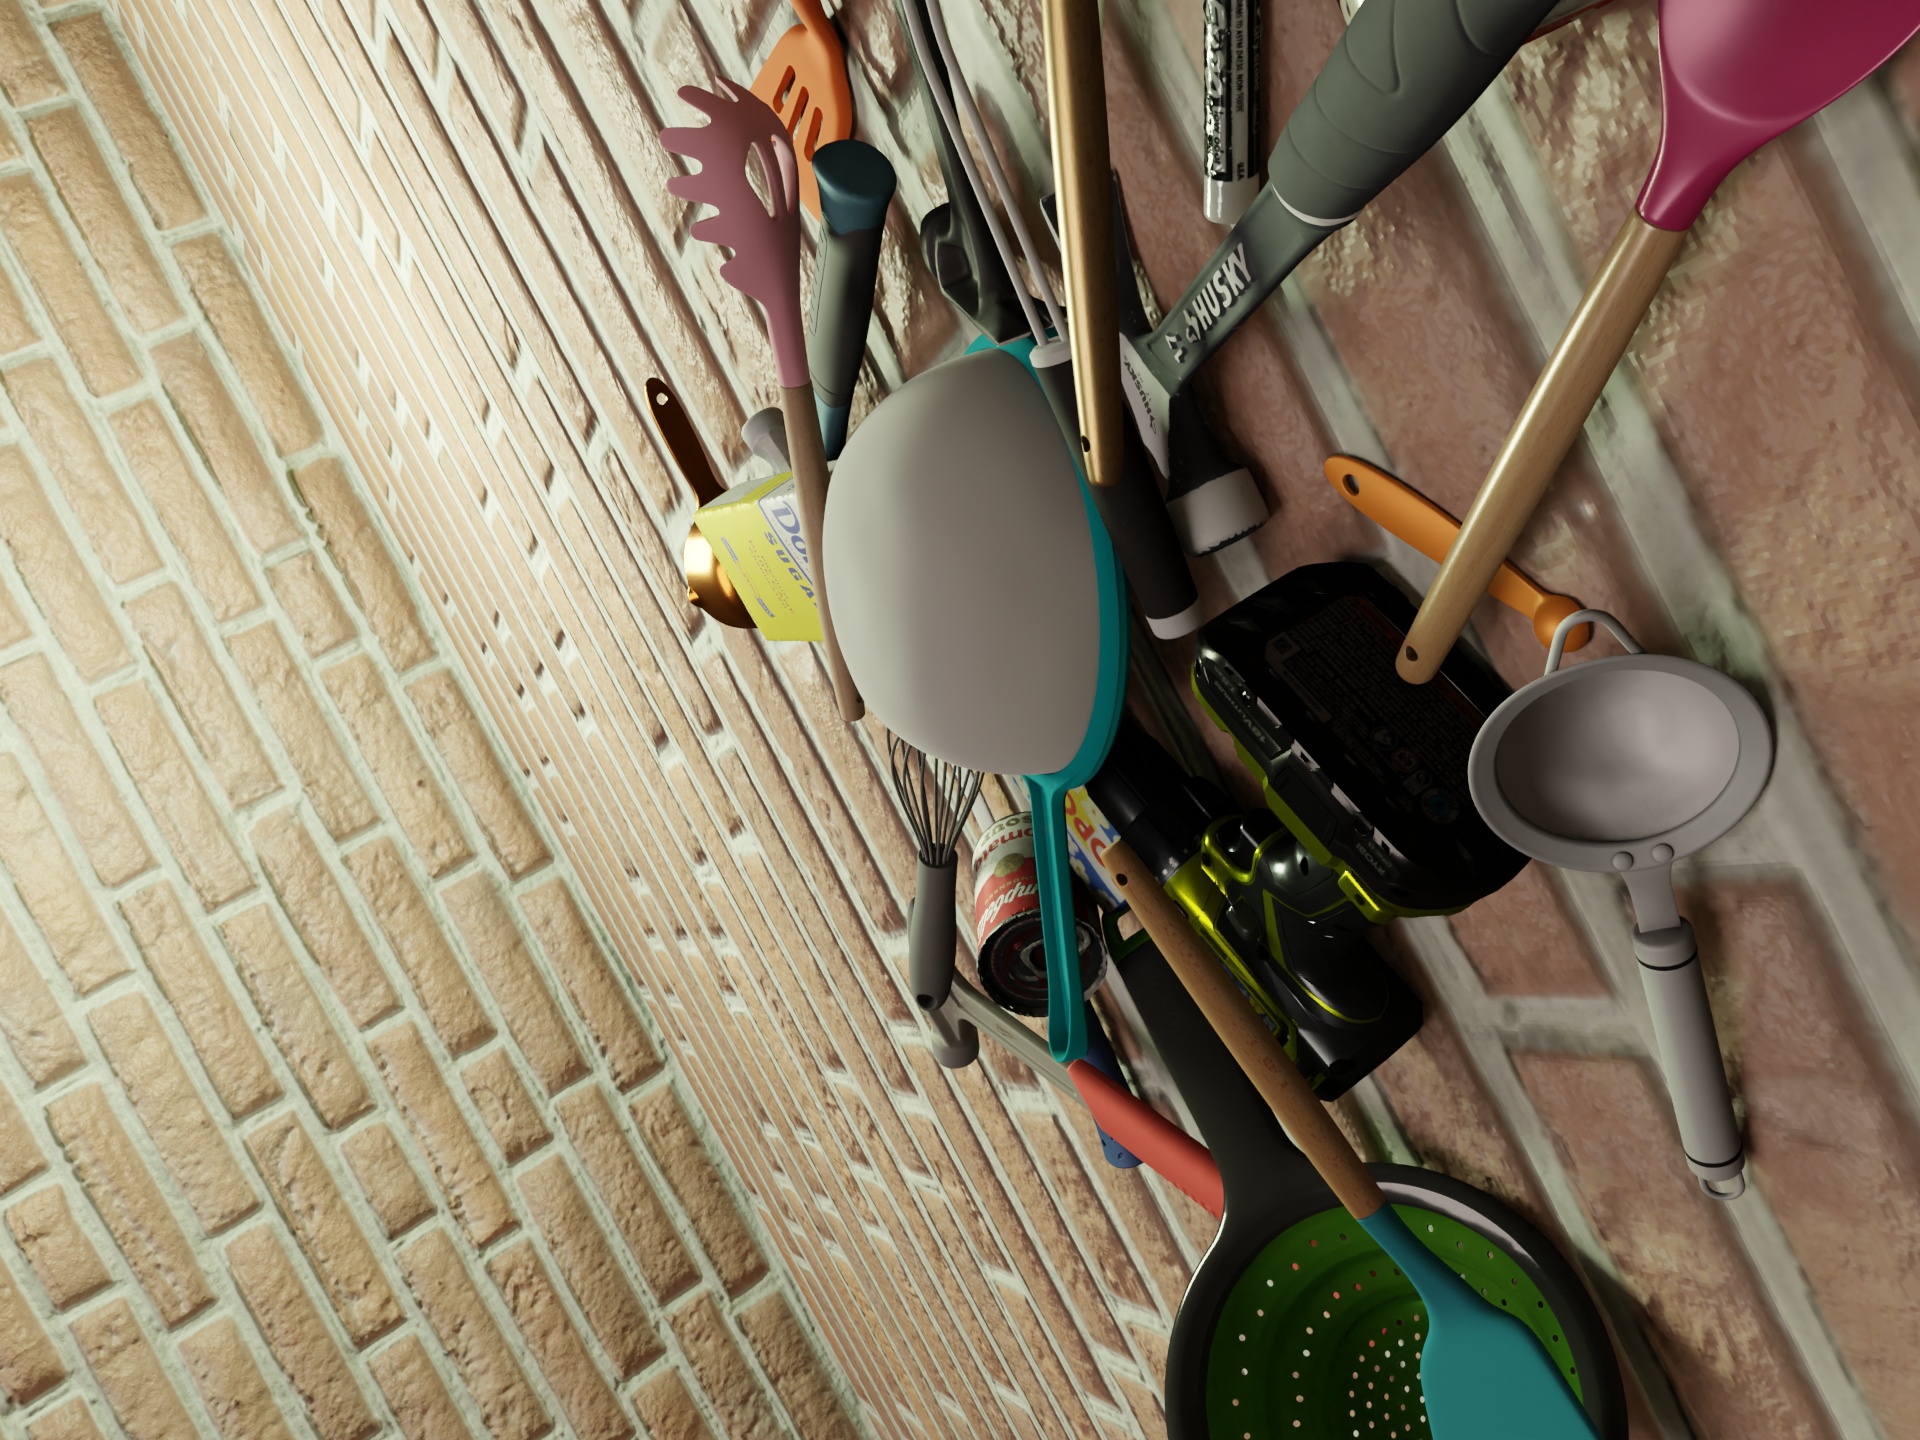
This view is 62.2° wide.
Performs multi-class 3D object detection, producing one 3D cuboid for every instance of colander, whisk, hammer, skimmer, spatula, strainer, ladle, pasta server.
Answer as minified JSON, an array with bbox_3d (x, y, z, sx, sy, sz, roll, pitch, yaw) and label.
[{"bbox_3d":[0.175,0.253,0.773,0.094,0.204,0.398,35,-157,-50],"label":"colander"},{"bbox_3d":[-0.016,0.077,0.889,0.055,0.055,0.238,41,141,40],"label":"whisk"},{"bbox_3d":[-0.067,-0.182,0.824,0.128,0.033,0.331,55,163,11],"label":"hammer"},{"bbox_3d":[0.090,-0.144,0.433,0.149,0.036,0.409,65,174,0],"label":"hammer"},{"bbox_3d":[-0.008,-0.165,0.532,0.127,0.090,0.363,4,130,48],"label":"skimmer"},{"bbox_3d":[-0.076,-0.313,0.653,0.081,0.041,0.322,58,176,8],"label":"spatula"},{"bbox_3d":[-0.001,-0.002,0.723,0.211,0.095,0.340,-167,69,-71],"label":"strainer"},{"bbox_3d":[0.101,0.226,0.909,0.359,0.037,0.149,30,140,38],"label":"hammer"},{"bbox_3d":[0.226,0.065,0.519,0.087,0.050,0.258,-13,117,22],"label":"strainer"},{"bbox_3d":[0.032,-0.224,0.471,0.069,0.031,0.315,-144,43,-59],"label":"ladle"},{"bbox_3d":[0.031,0.093,0.966,0.144,0.035,0.405,1,117,65],"label":"hammer"},{"bbox_3d":[-0.029,-0.298,0.561,0.127,0.034,0.336,-118,7,-56],"label":"hammer"},{"bbox_3d":[0.150,0.184,0.653,0.082,0.044,0.317,-40,84,39],"label":"spatula"},{"bbox_3d":[-0.079,-0.135,0.750,0.040,0.060,0.316,20,132,36],"label":"pasta server"}]

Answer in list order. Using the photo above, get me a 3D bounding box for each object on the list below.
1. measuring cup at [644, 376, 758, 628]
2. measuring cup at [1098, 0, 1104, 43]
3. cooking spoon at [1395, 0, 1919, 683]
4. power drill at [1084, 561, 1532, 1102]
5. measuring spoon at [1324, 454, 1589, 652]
[{"bbox_3d":[-0.140,-0.135,0.982,0.052,0.095,0.173,10,133,52],"label":"measuring cup"},{"bbox_3d":[0.028,-0.267,0.515,0.083,0.038,0.167,34,133,45],"label":"measuring cup"},{"bbox_3d":[0.176,-0.114,0.425,0.069,0.017,0.318,49,150,25],"label":"cooking spoon"},{"bbox_3d":[0.129,0.040,0.649,0.191,0.080,0.228,51,158,21],"label":"power drill"},{"bbox_3d":[0.164,-0.058,0.542,0.117,0.011,0.021,45,152,34],"label":"measuring spoon"}]
